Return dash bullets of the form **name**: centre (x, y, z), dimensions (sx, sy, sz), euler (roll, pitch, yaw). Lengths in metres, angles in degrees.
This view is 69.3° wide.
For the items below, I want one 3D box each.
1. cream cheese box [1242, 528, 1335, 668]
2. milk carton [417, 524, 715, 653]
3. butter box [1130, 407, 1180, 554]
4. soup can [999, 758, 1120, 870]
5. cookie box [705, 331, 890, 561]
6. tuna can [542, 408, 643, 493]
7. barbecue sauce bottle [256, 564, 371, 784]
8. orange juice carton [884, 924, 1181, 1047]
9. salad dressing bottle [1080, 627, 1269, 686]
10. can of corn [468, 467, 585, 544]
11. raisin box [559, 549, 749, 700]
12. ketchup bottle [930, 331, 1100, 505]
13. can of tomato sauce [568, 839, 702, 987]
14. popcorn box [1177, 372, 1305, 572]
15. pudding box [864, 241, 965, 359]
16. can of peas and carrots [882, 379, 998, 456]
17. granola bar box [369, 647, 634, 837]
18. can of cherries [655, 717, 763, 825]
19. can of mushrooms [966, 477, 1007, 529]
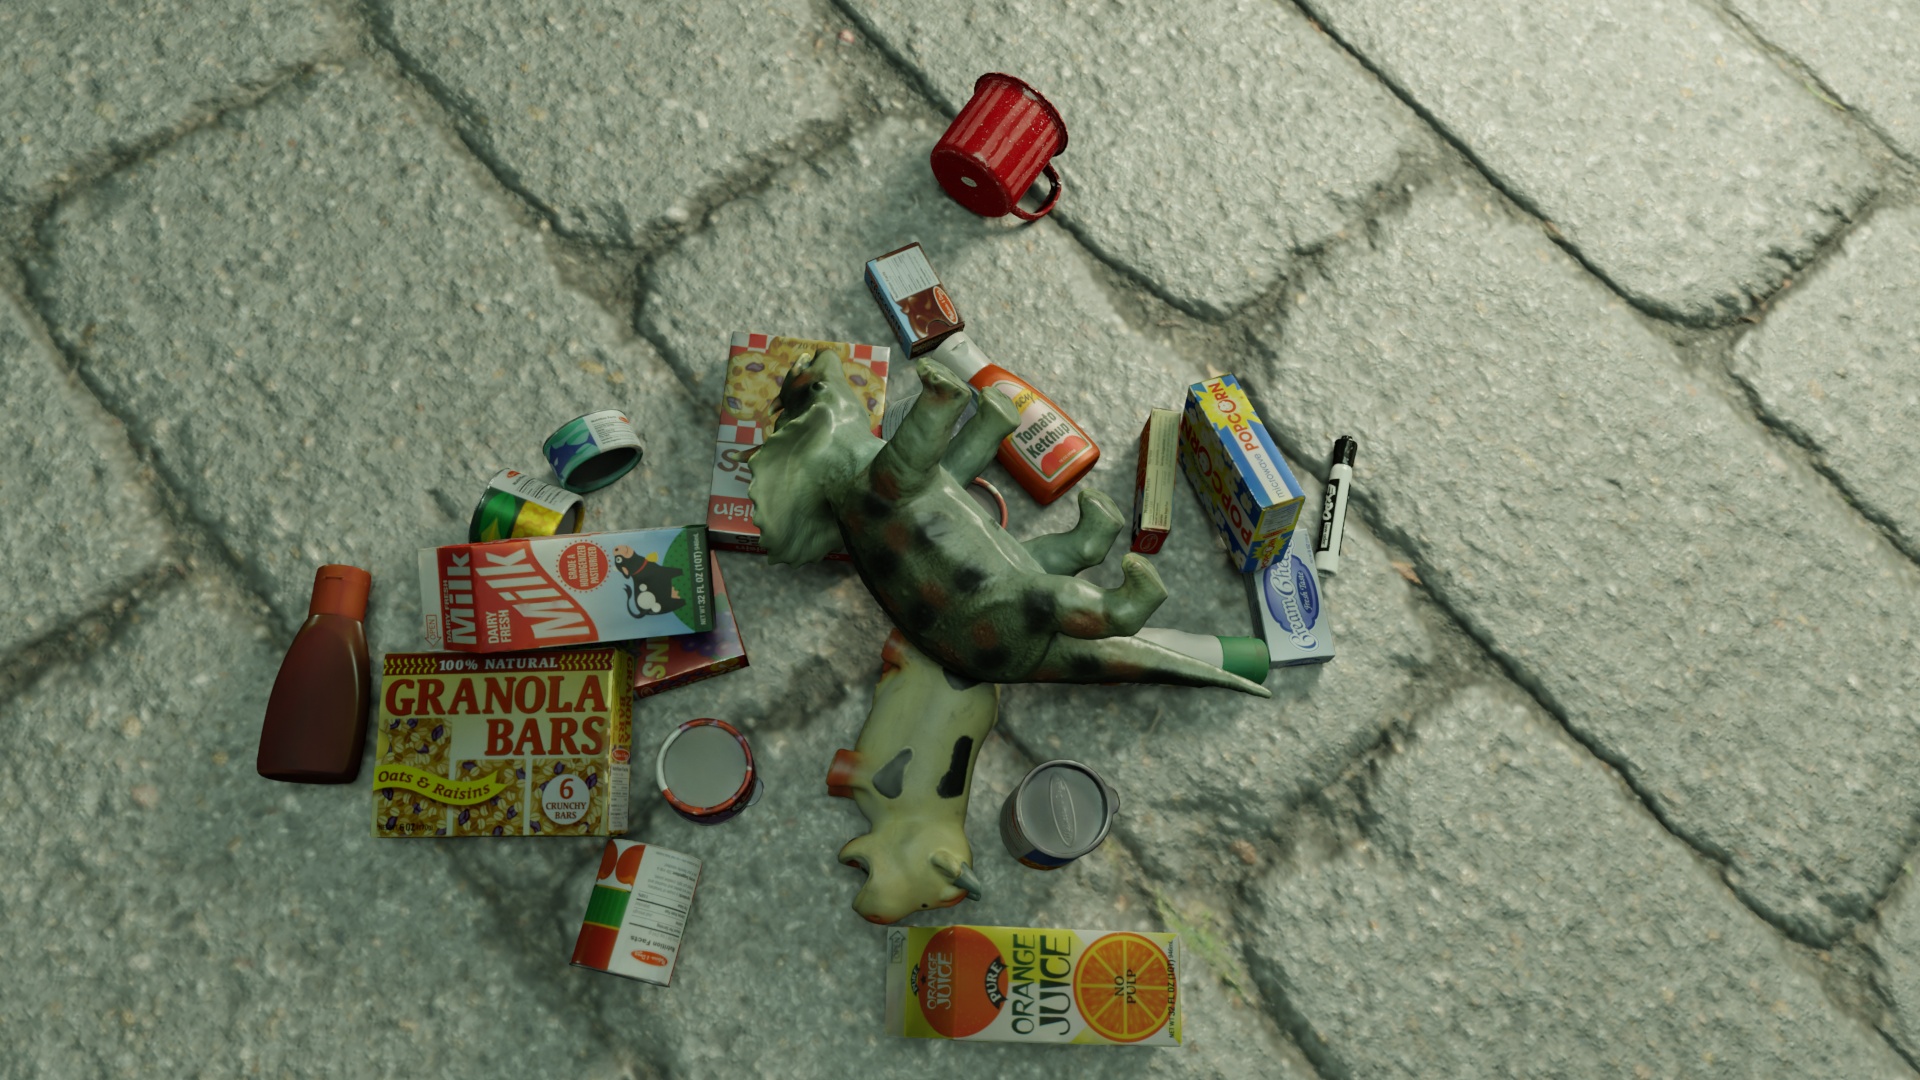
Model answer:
- **cream cheese box**: centre (0.249, 0.045, 1.067), dimensions (0.053, 0.024, 0.104), euler (-6, 71, -7)
- **milk carton**: centre (-0.264, 0.032, 0.934), dimensions (0.191, 0.073, 0.072), euler (-4, 93, -8)
- **butter box**: centre (0.151, -0.046, 1.073), dimensions (0.024, 0.053, 0.104), euler (8, 69, -1)
- **soup can**: centre (0.067, 0.191, 0.962), dimensions (0.071, 0.083, 0.071), euler (2, 71, -6)
- **cookie box**: centre (-0.122, -0.071, 1.058), dimensions (0.123, 0.040, 0.168), euler (6, 69, -4)
- **tuna can**: centre (-0.272, -0.064, 1.026), dimensions (0.071, 0.071, 0.033), euler (-27, 77, -15)
- **barbecue sauce bottle**: centre (-0.439, 0.091, 0.961), dimensions (0.065, 0.043, 0.149), euler (3, 69, -6)
- **orange juice carton**: centre (0.046, 0.297, 0.927), dimensions (0.193, 0.072, 0.072), euler (4, 71, -5)
- **salad dressing bottle**: centre (0.153, 0.087, 1.024), dimensions (0.148, 0.064, 0.044), euler (3, 81, -13)
- **can of corn**: centre (-0.312, -0.009, 1.001), dimensions (0.058, 0.071, 0.071), euler (20, 70, 1)
- **raisin box**: centre (-0.223, 0.066, 0.997), dimensions (0.123, 0.040, 0.086), euler (-17, 73, -11)
- **ketchup bottle**: centre (0.038, -0.099, 1.084), dimensions (0.065, 0.043, 0.149), euler (-39, 78, -21)
- **can of tomato sauce**: centre (-0.215, 0.246, 0.920), dimensions (0.071, 0.071, 0.083), euler (13, 69, -2)
- **popcorn box**: centre (0.209, -0.051, 1.049), dimensions (0.038, 0.084, 0.127), euler (-16, 57, -10)
- **pudding box**: centre (-0.038, -0.193, 1.116), dimensions (0.050, 0.030, 0.084), euler (-25, 75, -15)
- **can of peas and carrots**: centre (-0.015, -0.081, 1.052), dimensions (0.071, 0.058, 0.071), euler (17, 67, -44)
- **granola bar box**: centre (-0.308, 0.137, 0.935), dimensions (0.165, 0.039, 0.124), euler (-2, 78, 6)
- **can of cherries**: centre (-0.172, 0.160, 0.959), dimensions (0.071, 0.058, 0.071), euler (2, 70, -5)
- **can of mushrooms**: centre (0.004, -0.013, 1.055), dimensions (0.071, 0.033, 0.071), euler (2, 69, -6)
